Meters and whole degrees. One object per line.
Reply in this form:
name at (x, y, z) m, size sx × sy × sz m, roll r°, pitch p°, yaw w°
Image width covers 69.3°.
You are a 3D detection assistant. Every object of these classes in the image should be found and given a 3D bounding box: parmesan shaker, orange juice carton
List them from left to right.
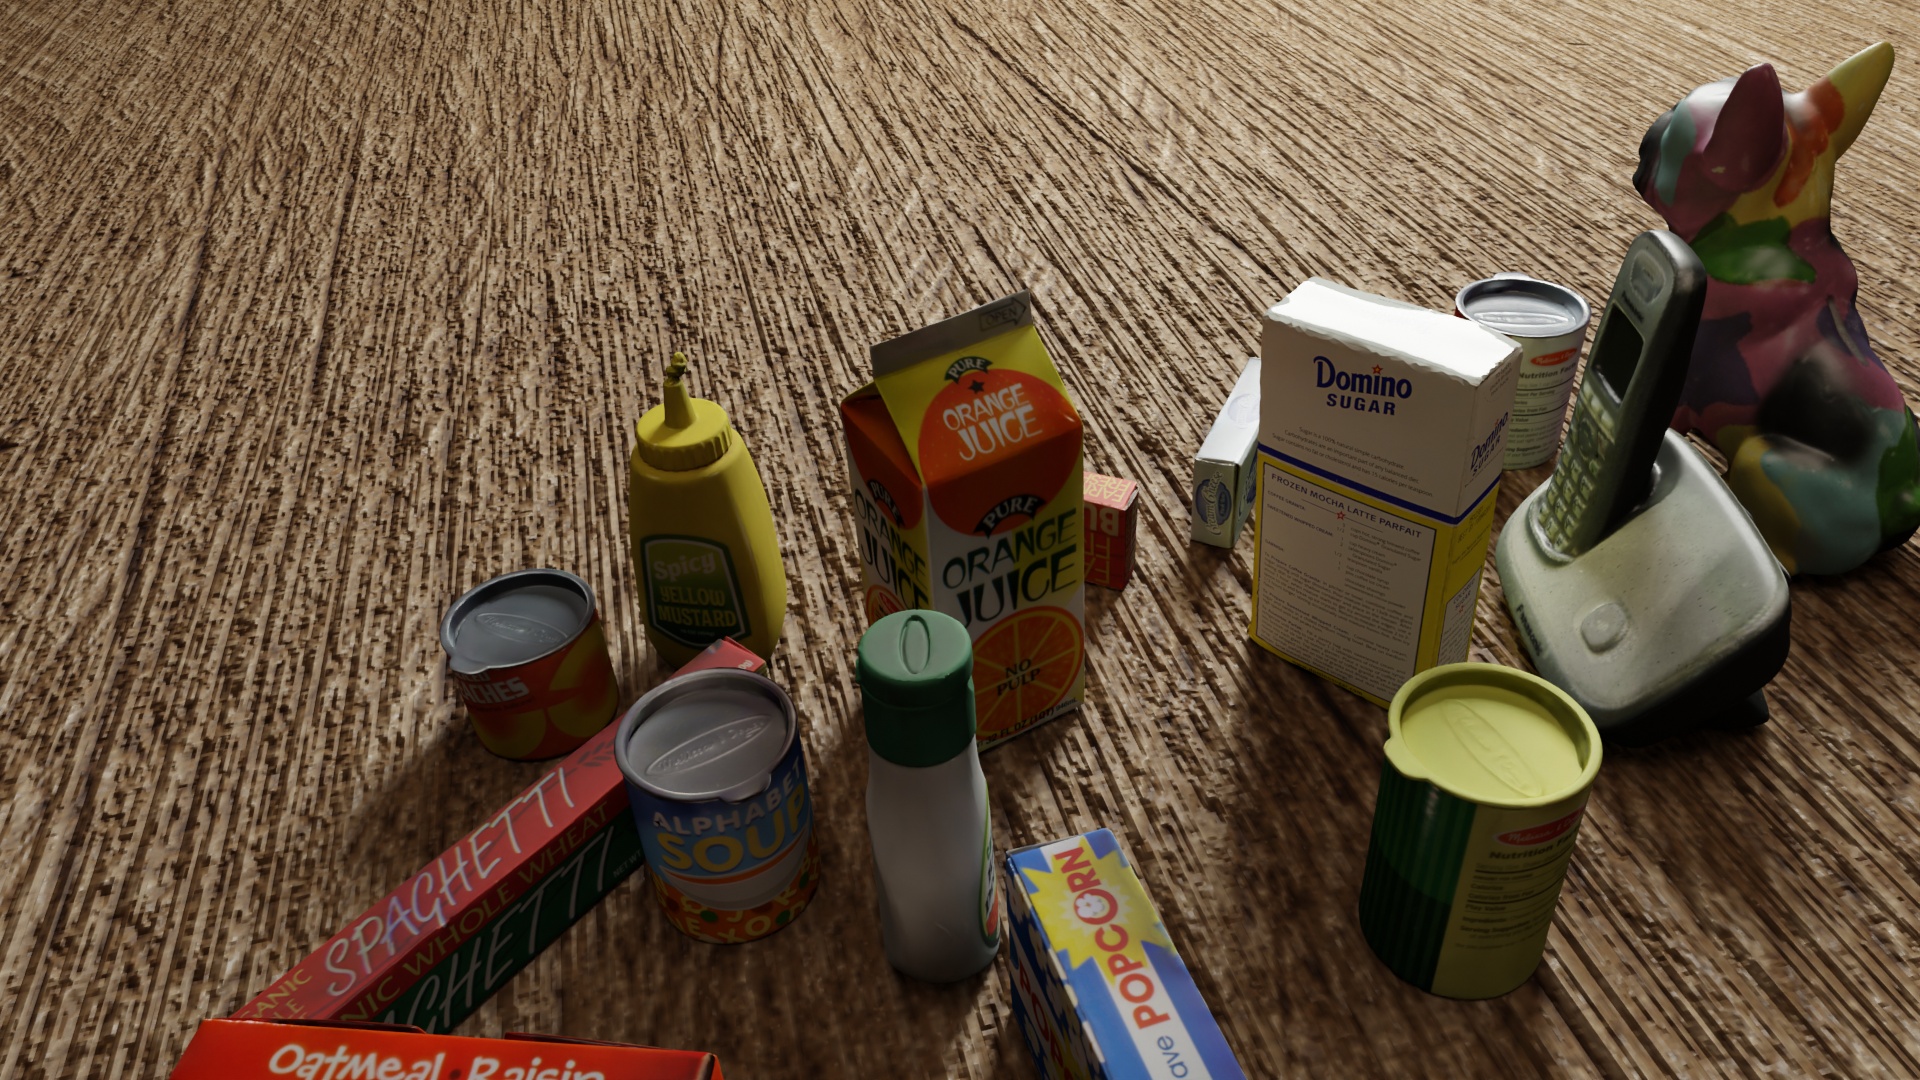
orange juice carton at (0.002, -0.007, 0.570) m, size 0.072 × 0.191 × 0.073 m, roll -22°, pitch 41°, yaw -22°
parmesan shaker at (0.175, 0.103, 0.484) m, size 0.071 × 0.102 × 0.072 m, roll -2°, pitch 37°, yaw 2°

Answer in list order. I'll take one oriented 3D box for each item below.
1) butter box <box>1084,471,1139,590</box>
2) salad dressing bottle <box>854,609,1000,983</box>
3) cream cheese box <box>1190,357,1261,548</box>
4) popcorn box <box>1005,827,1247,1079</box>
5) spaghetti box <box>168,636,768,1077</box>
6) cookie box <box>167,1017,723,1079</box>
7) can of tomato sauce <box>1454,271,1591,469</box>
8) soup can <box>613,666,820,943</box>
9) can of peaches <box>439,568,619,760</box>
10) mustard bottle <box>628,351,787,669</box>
butter box at (0.037, -0.013, 0.689) m, size 0.103 × 0.052 × 0.024 m, roll 14°, pitch 41°, yaw 22°
salad dressing bottle at (-0.011, 0.091, 0.480) m, size 0.044 × 0.146 × 0.064 m, roll -4°, pitch 37°, yaw 0°
cream cheese box at (0.146, -0.047, 0.724) m, size 0.024 × 0.053 × 0.104 m, roll 13°, pitch 40°, yaw 21°
popcorn box at (0.052, 0.165, 0.428) m, size 0.038 × 0.084 × 0.127 m, roll -14°, pitch 38°, yaw -12°
spaghetti box at (-0.165, 0.127, 0.525) m, size 0.029 × 0.050 × 0.251 m, roll 23°, pitch 45°, yaw 31°
cookie box at (-0.112, 0.186, 0.348) m, size 0.123 × 0.166 × 0.040 m, roll 1°, pitch 37°, yaw 7°
can of tomato sauce at (0.293, -0.091, 0.744) m, size 0.071 × 0.082 × 0.071 m, roll -2°, pitch 37°, yaw 2°
soup can at (-0.088, 0.102, 0.524) m, size 0.071 × 0.083 × 0.072 m, roll -2°, pitch 37°, yaw 2°
can of peaches at (-0.191, 0.056, 0.614) m, size 0.071 × 0.057 × 0.071 m, roll -2°, pitch 37°, yaw 2°
mustard bottle at (-0.116, -0.011, 0.612) m, size 0.065 × 0.159 × 0.049 m, roll 2°, pitch 38°, yaw 8°
